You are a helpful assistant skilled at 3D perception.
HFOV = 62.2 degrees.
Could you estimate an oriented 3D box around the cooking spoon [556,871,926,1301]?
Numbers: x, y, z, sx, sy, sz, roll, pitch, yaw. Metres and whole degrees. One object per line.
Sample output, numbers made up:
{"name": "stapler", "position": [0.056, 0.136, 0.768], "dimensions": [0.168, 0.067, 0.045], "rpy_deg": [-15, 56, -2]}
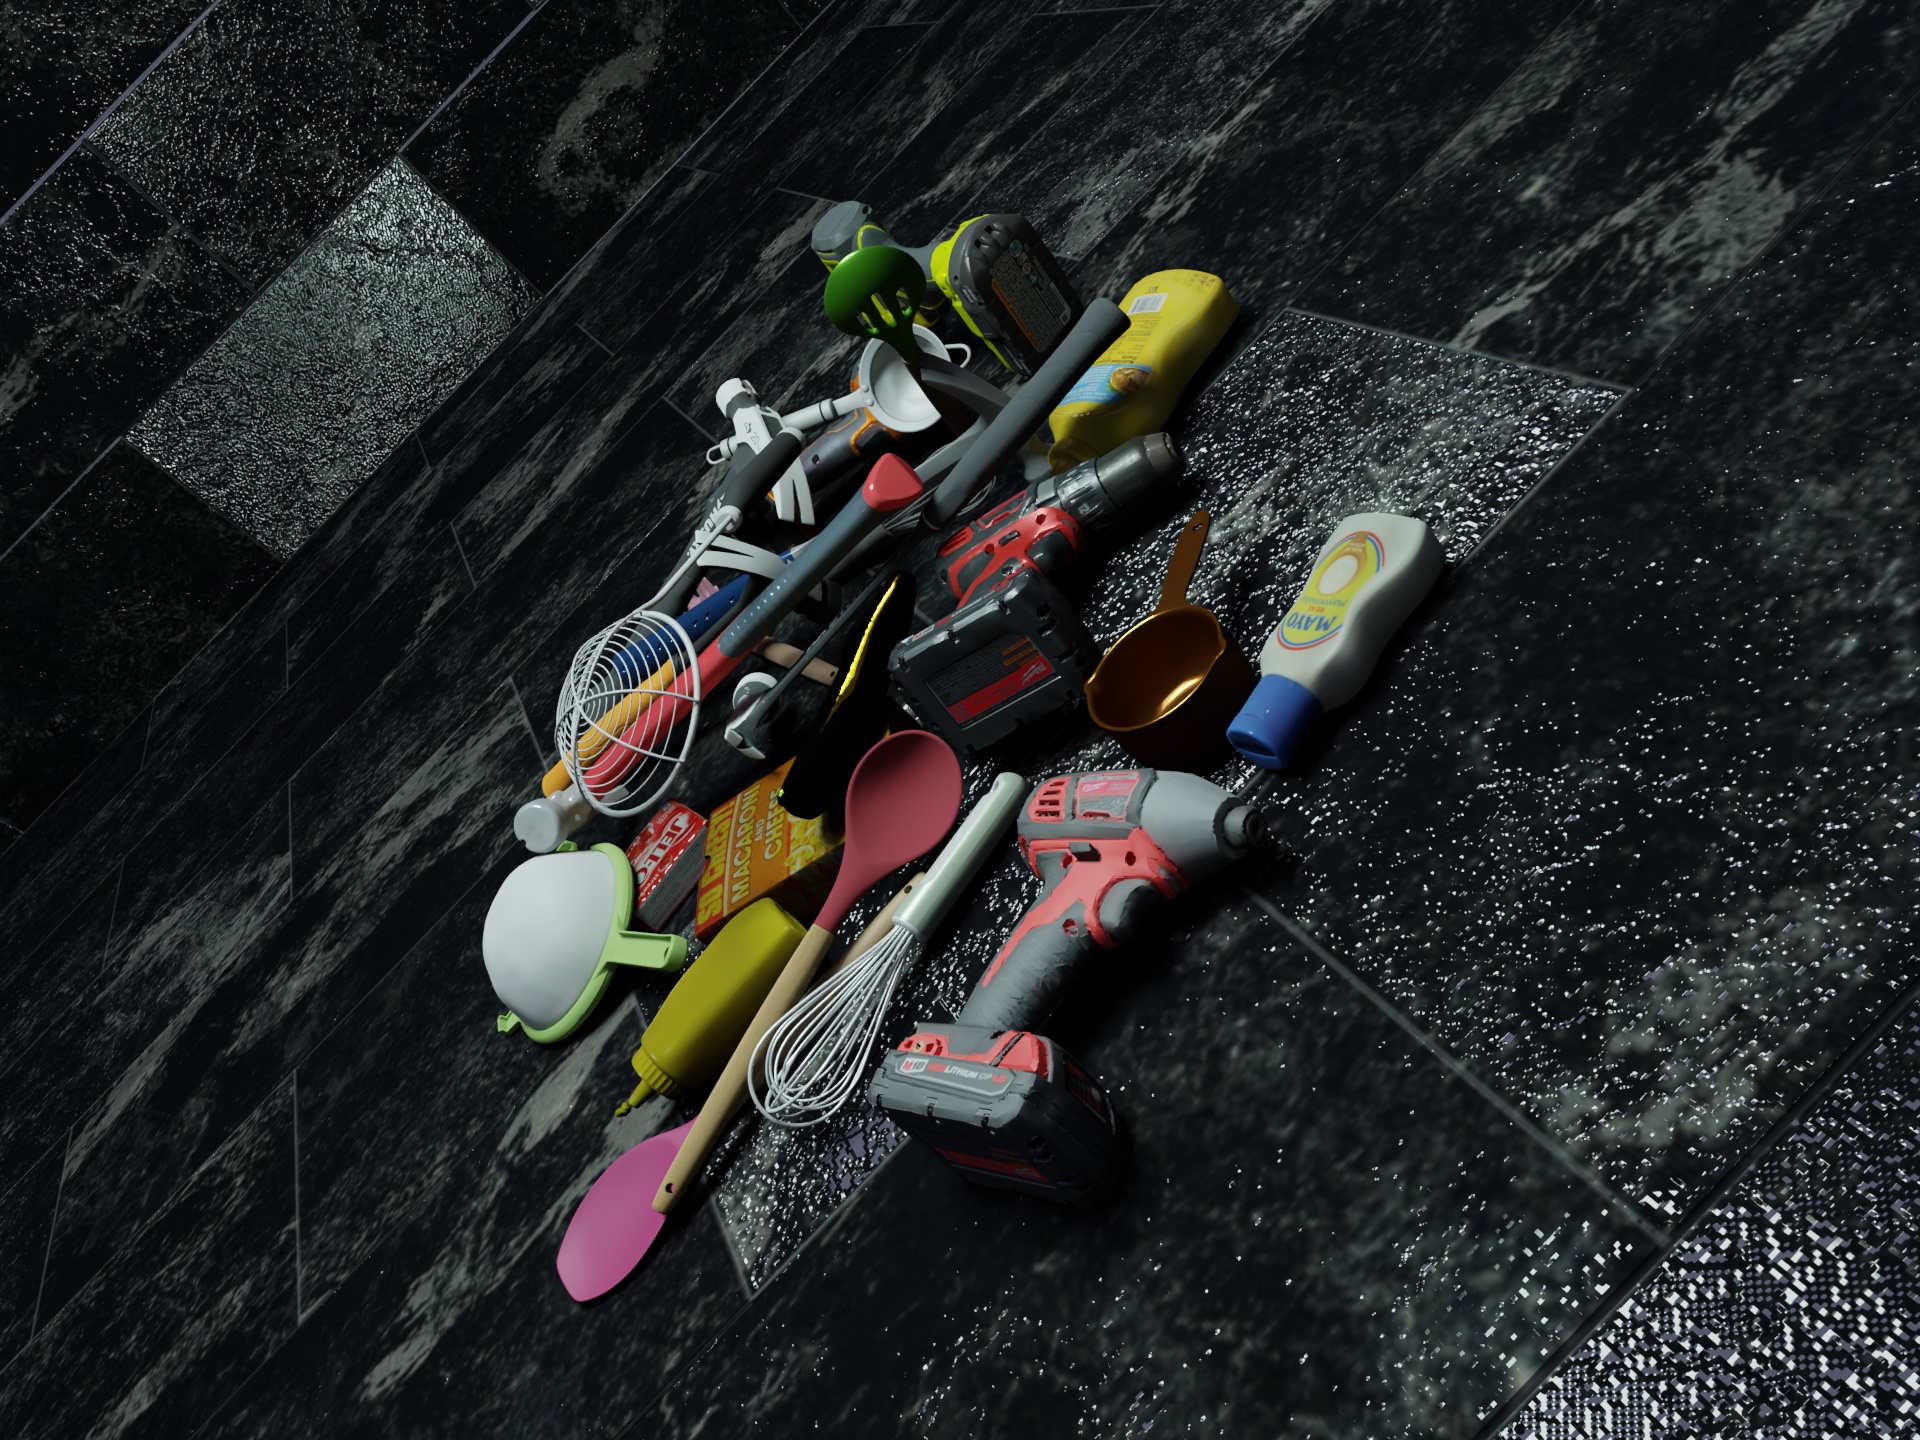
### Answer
{"name": "cooking spoon", "position": [-0.125, 0.212, 0.942], "dimensions": [0.319, 0.017, 0.069], "rpy_deg": [-48, 43, -4]}

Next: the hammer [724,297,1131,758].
{"name": "hammer", "position": [-0.031, -0.129, 1.101], "dimensions": [0.409, 0.036, 0.149], "rpy_deg": [-47, 12, 15]}

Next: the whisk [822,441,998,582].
{"name": "whisk", "position": [-0.058, -0.154, 1.273], "dimensions": [0.239, 0.055, 0.055], "rpy_deg": [-30, 34, 32]}

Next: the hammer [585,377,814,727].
{"name": "hammer", "position": [-0.231, -0.111, 1.333], "dimensions": [0.334, 0.035, 0.146], "rpy_deg": [-53, 53, 28]}

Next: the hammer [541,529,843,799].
{"name": "hammer", "position": [-0.242, -0.026, 1.261], "dimensions": [0.337, 0.127, 0.034], "rpy_deg": [-39, 47, 34]}

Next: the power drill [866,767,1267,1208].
{"name": "power drill", "position": [0.060, 0.117, 0.782], "dimensions": [0.143, 0.078, 0.220], "rpy_deg": [-5, 47, 47]}

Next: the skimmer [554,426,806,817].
{"name": "skimmer", "position": [-0.164, -0.083, 1.076], "dimensions": [0.127, 0.090, 0.363], "rpy_deg": [-26, 23, 36]}

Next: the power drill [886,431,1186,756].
{"name": "power drill", "position": [0.054, -0.094, 1.011], "dimensions": [0.188, 0.080, 0.227], "rpy_deg": [-29, 22, 26]}

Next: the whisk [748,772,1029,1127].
{"name": "whisk", "position": [-0.035, 0.126, 0.912], "dimensions": [0.246, 0.059, 0.058], "rpy_deg": [-53, 6, -20]}

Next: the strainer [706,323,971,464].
{"name": "strainer", "position": [-0.101, -0.259, 1.312], "dimensions": [0.258, 0.087, 0.050], "rpy_deg": [-17, 5, 21]}

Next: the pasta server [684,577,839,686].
{"name": "pasta server", "position": [-0.170, -0.066, 1.307], "dimensions": [0.060, 0.040, 0.316], "rpy_deg": [-57, 33, -6]}

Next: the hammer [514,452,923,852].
{"name": "hammer", "position": [-0.167, -0.050, 1.153], "dimensions": [0.386, 0.038, 0.143], "rpy_deg": [-42, 1, 18]}

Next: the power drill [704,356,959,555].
{"name": "power drill", "position": [-0.101, -0.223, 1.370], "dimensions": [0.226, 0.084, 0.164], "rpy_deg": [-44, 32, -3]}

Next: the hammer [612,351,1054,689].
{"name": "hammer", "position": [-0.117, -0.132, 1.216], "dimensions": [0.405, 0.143, 0.035], "rpy_deg": [-30, 40, 26]}

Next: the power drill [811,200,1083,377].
{"name": "power drill", "position": [-0.010, -0.359, 1.350], "dimensions": [0.223, 0.171, 0.080], "rpy_deg": [21, 70, 48]}

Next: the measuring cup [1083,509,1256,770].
{"name": "measuring cup", "position": [0.132, -0.046, 0.907], "dimensions": [0.095, 0.052, 0.174], "rpy_deg": [-17, 39, 39]}

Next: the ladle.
{"name": "ladle", "position": [-0.092, 0.146, 0.933], "dimensions": [0.069, 0.031, 0.315], "rpy_deg": [28, 79, 14]}

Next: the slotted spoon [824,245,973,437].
{"name": "slotted spoon", "position": [-0.027, -0.260, 1.166], "dimensions": [0.070, 0.313, 0.031], "rpy_deg": [-27, 75, 8]}

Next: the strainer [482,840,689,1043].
{"name": "strainer", "position": [-0.272, 0.148, 1.104], "dimensions": [0.256, 0.069, 0.151], "rpy_deg": [-6, 63, 54]}
